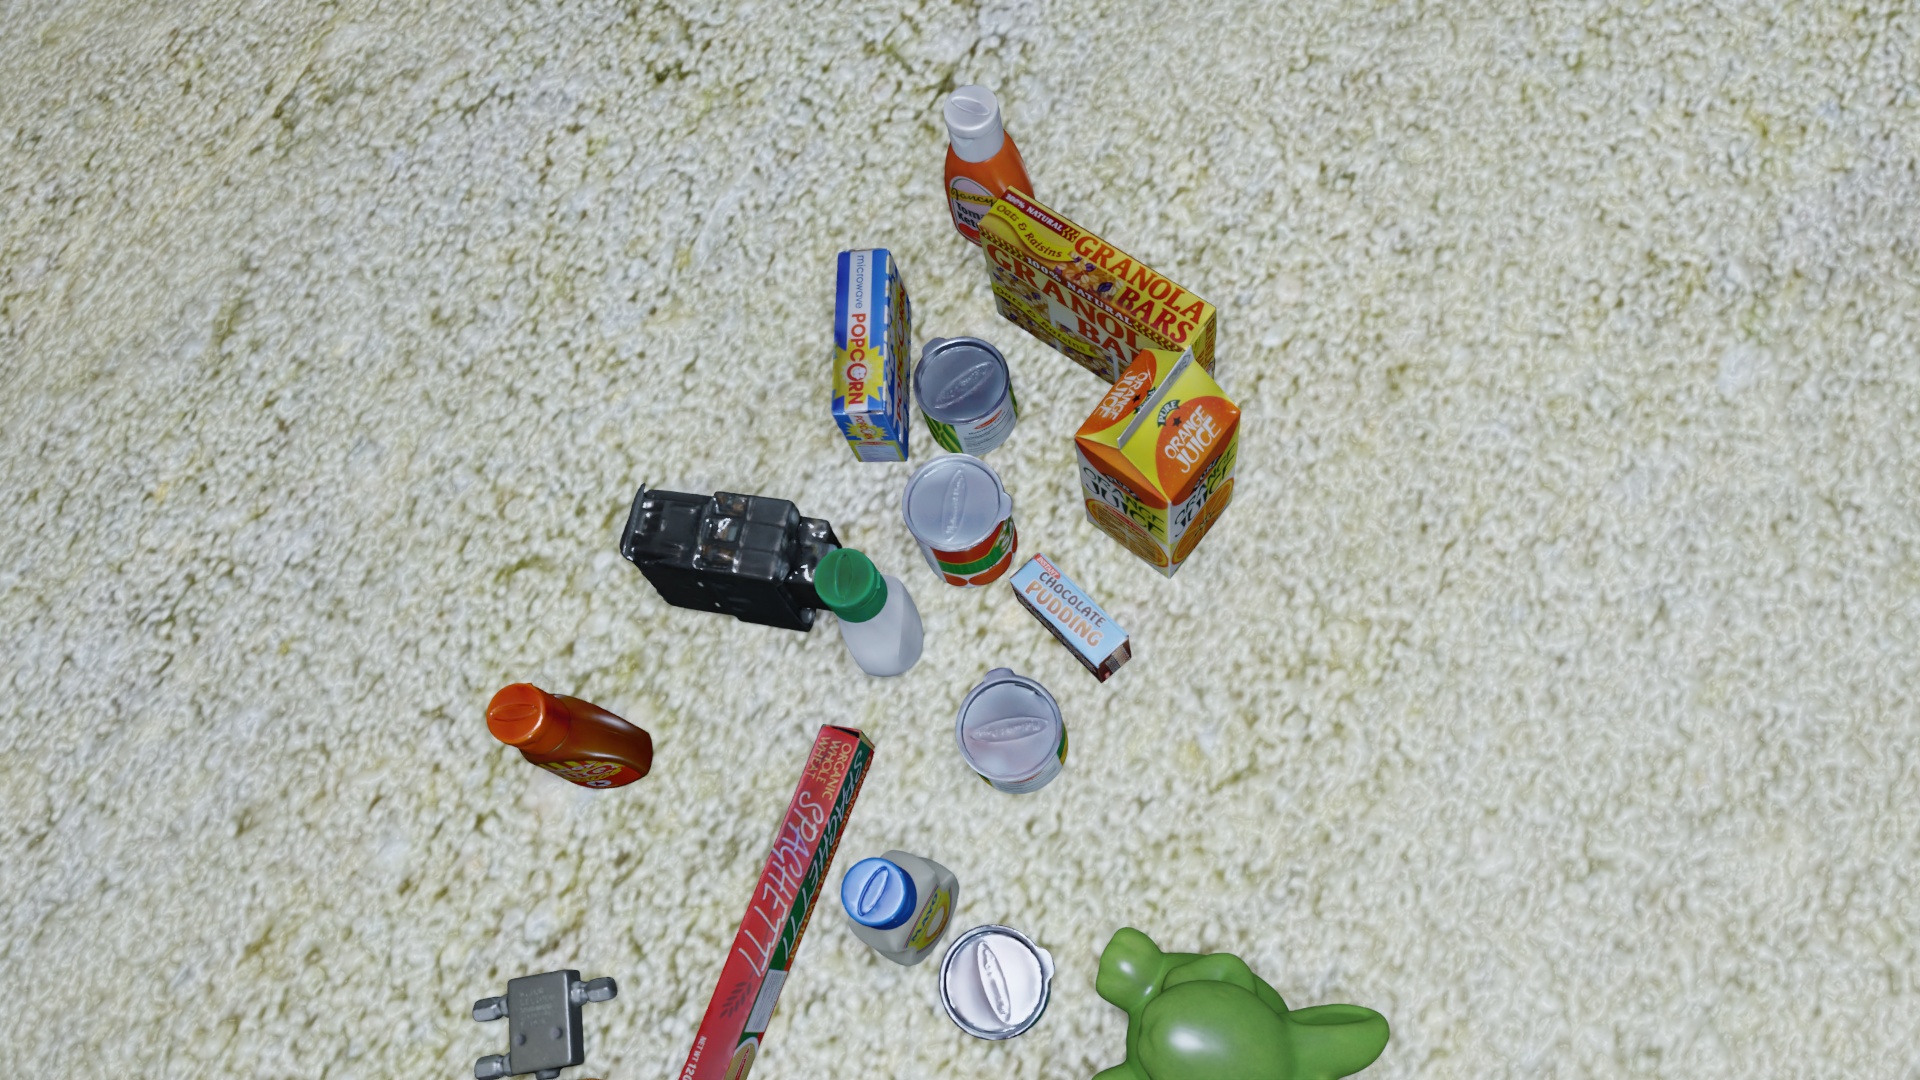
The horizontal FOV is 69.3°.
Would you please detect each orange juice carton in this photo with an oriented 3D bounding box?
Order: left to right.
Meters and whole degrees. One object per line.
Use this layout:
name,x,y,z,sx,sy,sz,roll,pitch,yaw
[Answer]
orange juice carton,0.121,-0.051,0.854,0.073,0.192,0.072,36,80,18

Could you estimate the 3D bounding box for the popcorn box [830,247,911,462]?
popcorn box,-0.060,-0.128,0.967,0.038,0.085,0.127,-2,70,8

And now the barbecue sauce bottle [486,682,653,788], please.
barbecue sauce bottle,-0.247,0.123,0.870,0.065,0.148,0.044,-7,70,6

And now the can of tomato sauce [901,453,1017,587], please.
can of tomato sauce,0.003,-0.011,0.916,0.071,0.083,0.071,-3,70,8

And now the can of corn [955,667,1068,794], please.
can of corn,0.033,0.121,0.877,0.071,0.058,0.071,-3,70,8

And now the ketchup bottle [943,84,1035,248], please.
ketchup bottle,0.017,-0.258,0.968,0.065,0.148,0.043,22,76,15

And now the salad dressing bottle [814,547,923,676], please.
salad dressing bottle,-0.057,0.044,0.870,0.044,0.147,0.064,-2,70,8

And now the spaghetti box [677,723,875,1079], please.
spaghetti box,-0.113,0.235,0.862,0.029,0.050,0.251,17,74,14

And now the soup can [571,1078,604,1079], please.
soup can,-0.238,0.354,0.819,0.071,0.083,0.071,-3,70,8

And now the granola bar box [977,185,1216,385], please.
granola bar box,0.094,-0.155,0.933,0.166,0.124,0.039,35,79,18

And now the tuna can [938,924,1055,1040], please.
tuna can,0.024,0.266,0.839,0.071,0.032,0.071,-3,70,8

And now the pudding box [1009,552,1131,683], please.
pudding box,0.072,0.050,0.901,0.030,0.049,0.084,-43,70,-7

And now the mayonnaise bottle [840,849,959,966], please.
mayonnaise bottle,-0.036,0.211,0.806,0.041,0.147,0.065,25,76,16

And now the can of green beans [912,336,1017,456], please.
can of green beans,0.004,-0.099,0.961,0.071,0.057,0.071,-3,70,8
